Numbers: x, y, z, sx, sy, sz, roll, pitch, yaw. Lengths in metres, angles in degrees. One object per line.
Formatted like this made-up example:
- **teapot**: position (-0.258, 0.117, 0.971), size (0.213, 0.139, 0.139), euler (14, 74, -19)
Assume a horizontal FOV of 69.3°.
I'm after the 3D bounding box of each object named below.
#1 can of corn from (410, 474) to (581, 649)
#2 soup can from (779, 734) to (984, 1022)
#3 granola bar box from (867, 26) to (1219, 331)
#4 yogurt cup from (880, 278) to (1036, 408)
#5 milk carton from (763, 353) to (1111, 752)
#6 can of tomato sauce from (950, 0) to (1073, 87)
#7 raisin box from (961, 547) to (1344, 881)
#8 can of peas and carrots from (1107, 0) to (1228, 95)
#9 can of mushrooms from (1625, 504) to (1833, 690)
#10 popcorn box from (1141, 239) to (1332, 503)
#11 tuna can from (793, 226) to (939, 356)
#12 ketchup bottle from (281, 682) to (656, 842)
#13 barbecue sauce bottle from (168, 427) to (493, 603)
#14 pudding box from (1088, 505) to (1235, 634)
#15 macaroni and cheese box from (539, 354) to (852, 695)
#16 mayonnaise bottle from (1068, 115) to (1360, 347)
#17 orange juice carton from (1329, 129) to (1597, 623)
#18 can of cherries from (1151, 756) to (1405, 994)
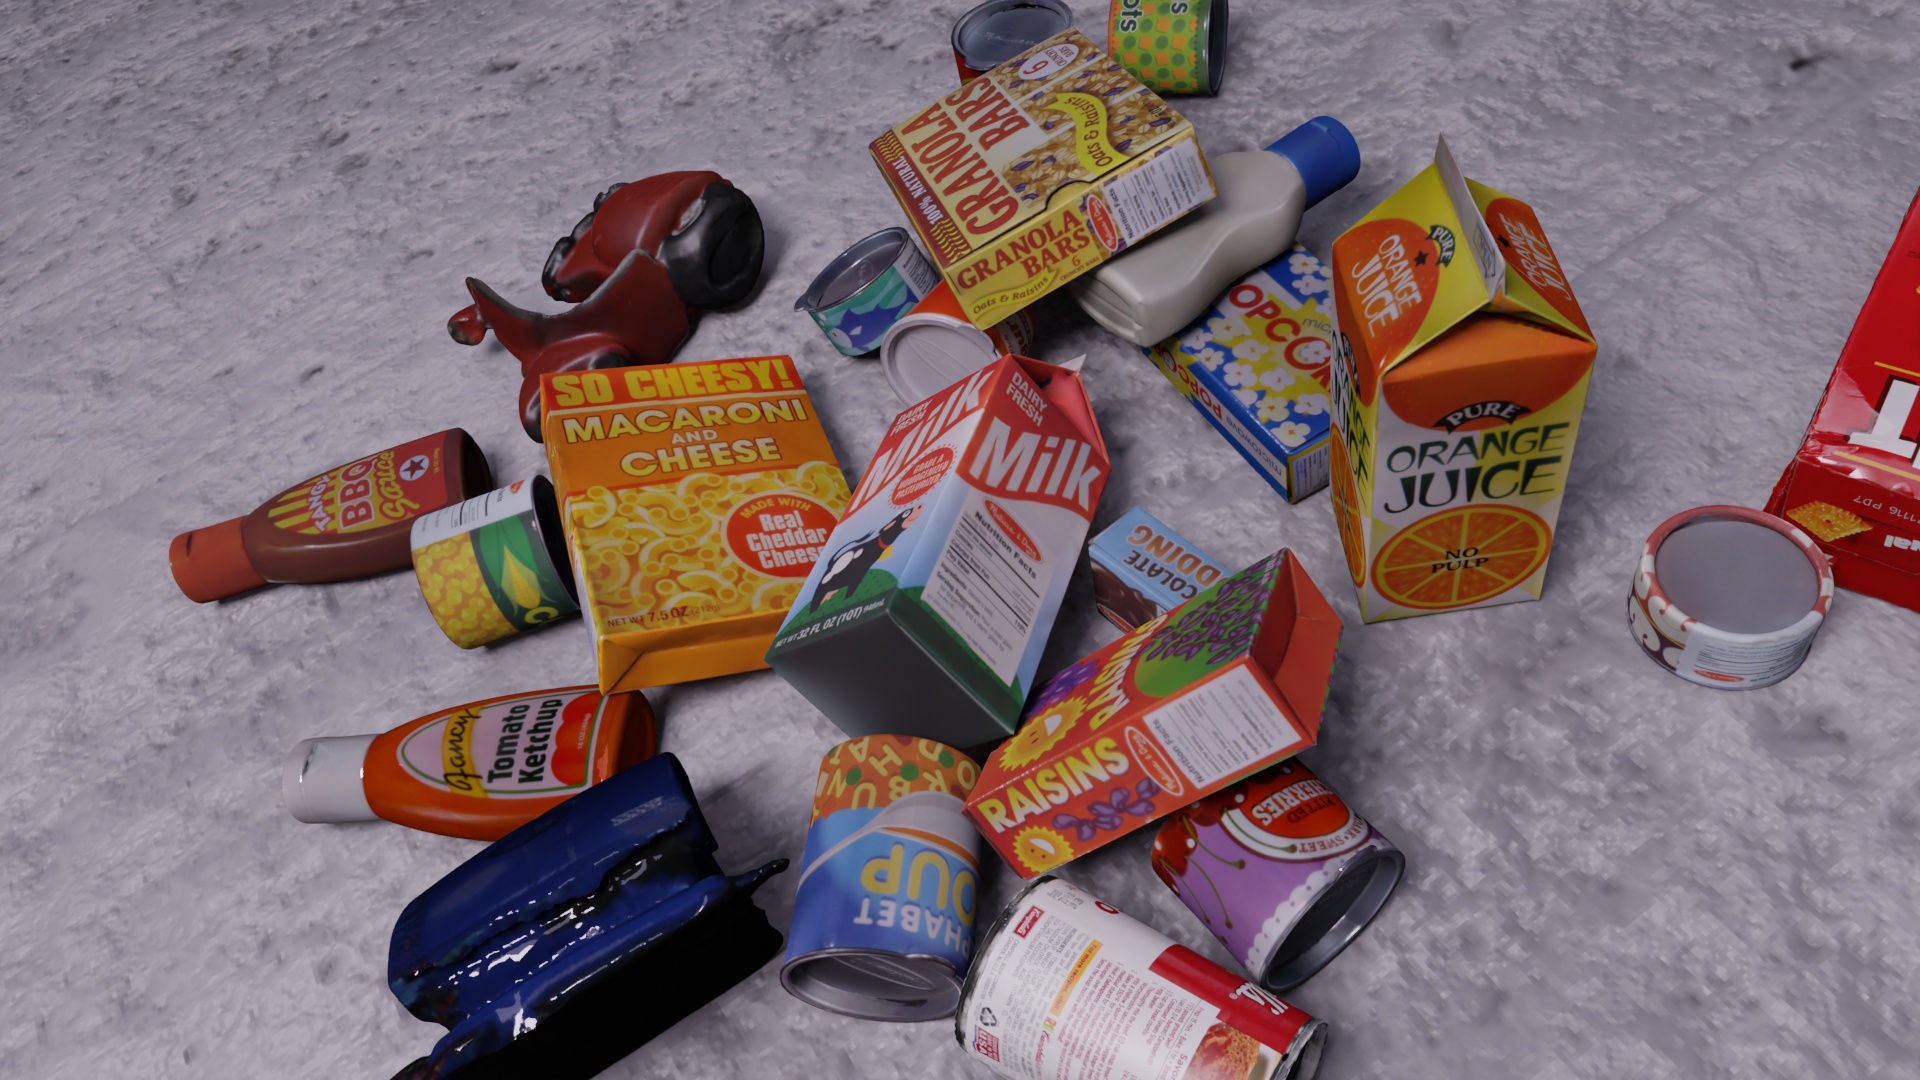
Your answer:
- **can of corn**: position (-0.207, 0.013, 0.635), size (0.058, 0.071, 0.071), euler (-19, 50, -1)
- **soup can**: position (-0.023, 0.121, 0.501), size (0.071, 0.071, 0.084), euler (-2, 52, 12)
- **granola bar box**: position (0.032, -0.179, 0.664), size (0.124, 0.039, 0.166), euler (-29, 37, 3)
- **yogurt cup**: position (0.002, -0.095, 0.673), size (0.072, 0.072, 0.054), euler (12, 48, 21)
- **milk carton**: position (0.002, -0.007, 0.571), size (0.072, 0.073, 0.191), euler (-23, 30, 40)
- **can of tomato sauce**: position (0.034, -0.248, 0.773), size (0.071, 0.082, 0.071), euler (-6, 51, 8)
- **raisin box**: position (0.068, 0.061, 0.489), size (0.123, 0.040, 0.086), euler (-34, 9, 31)
- **can of peas and carrots**: position (0.119, -0.292, 0.797), size (0.059, 0.070, 0.071), euler (6, 54, 18)
- **can of mushrooms**: position (0.293, 0.019, 0.534), size (0.071, 0.033, 0.071), euler (-7, 51, 9)
- **popcorn box**: position (0.151, -0.084, 0.646), size (0.085, 0.038, 0.127), euler (-28, 51, -9)
- **tuna can**: position (-0.048, -0.126, 0.713), size (0.071, 0.032, 0.071), euler (-28, 30, 18)
- **ketchup bottle**: position (-0.205, 0.096, 0.580), size (0.149, 0.043, 0.065), euler (-6, 49, 9)
- **barbecue sauce bottle**: position (-0.309, -0.007, 0.686), size (0.148, 0.043, 0.065), euler (-17, 51, 0)
- **pudding box**: position (0.091, 0.029, 0.562), size (0.030, 0.049, 0.084), euler (-38, 54, -19)
- **macaroni and cheese box**: position (-0.115, -0.014, 0.625), size (0.124, 0.040, 0.167), euler (-7, 47, -21)
- **mayonnaise bottle**: position (0.123, -0.149, 0.652), size (0.148, 0.041, 0.065), euler (-34, 51, -16)
- **orange juice carton**: position (0.180, -0.054, 0.515), size (0.073, 0.191, 0.072), euler (-9, 52, 7)
- **can of cherries**: position (0.109, 0.110, 0.479), size (0.071, 0.071, 0.058), euler (-34, 52, -14)
